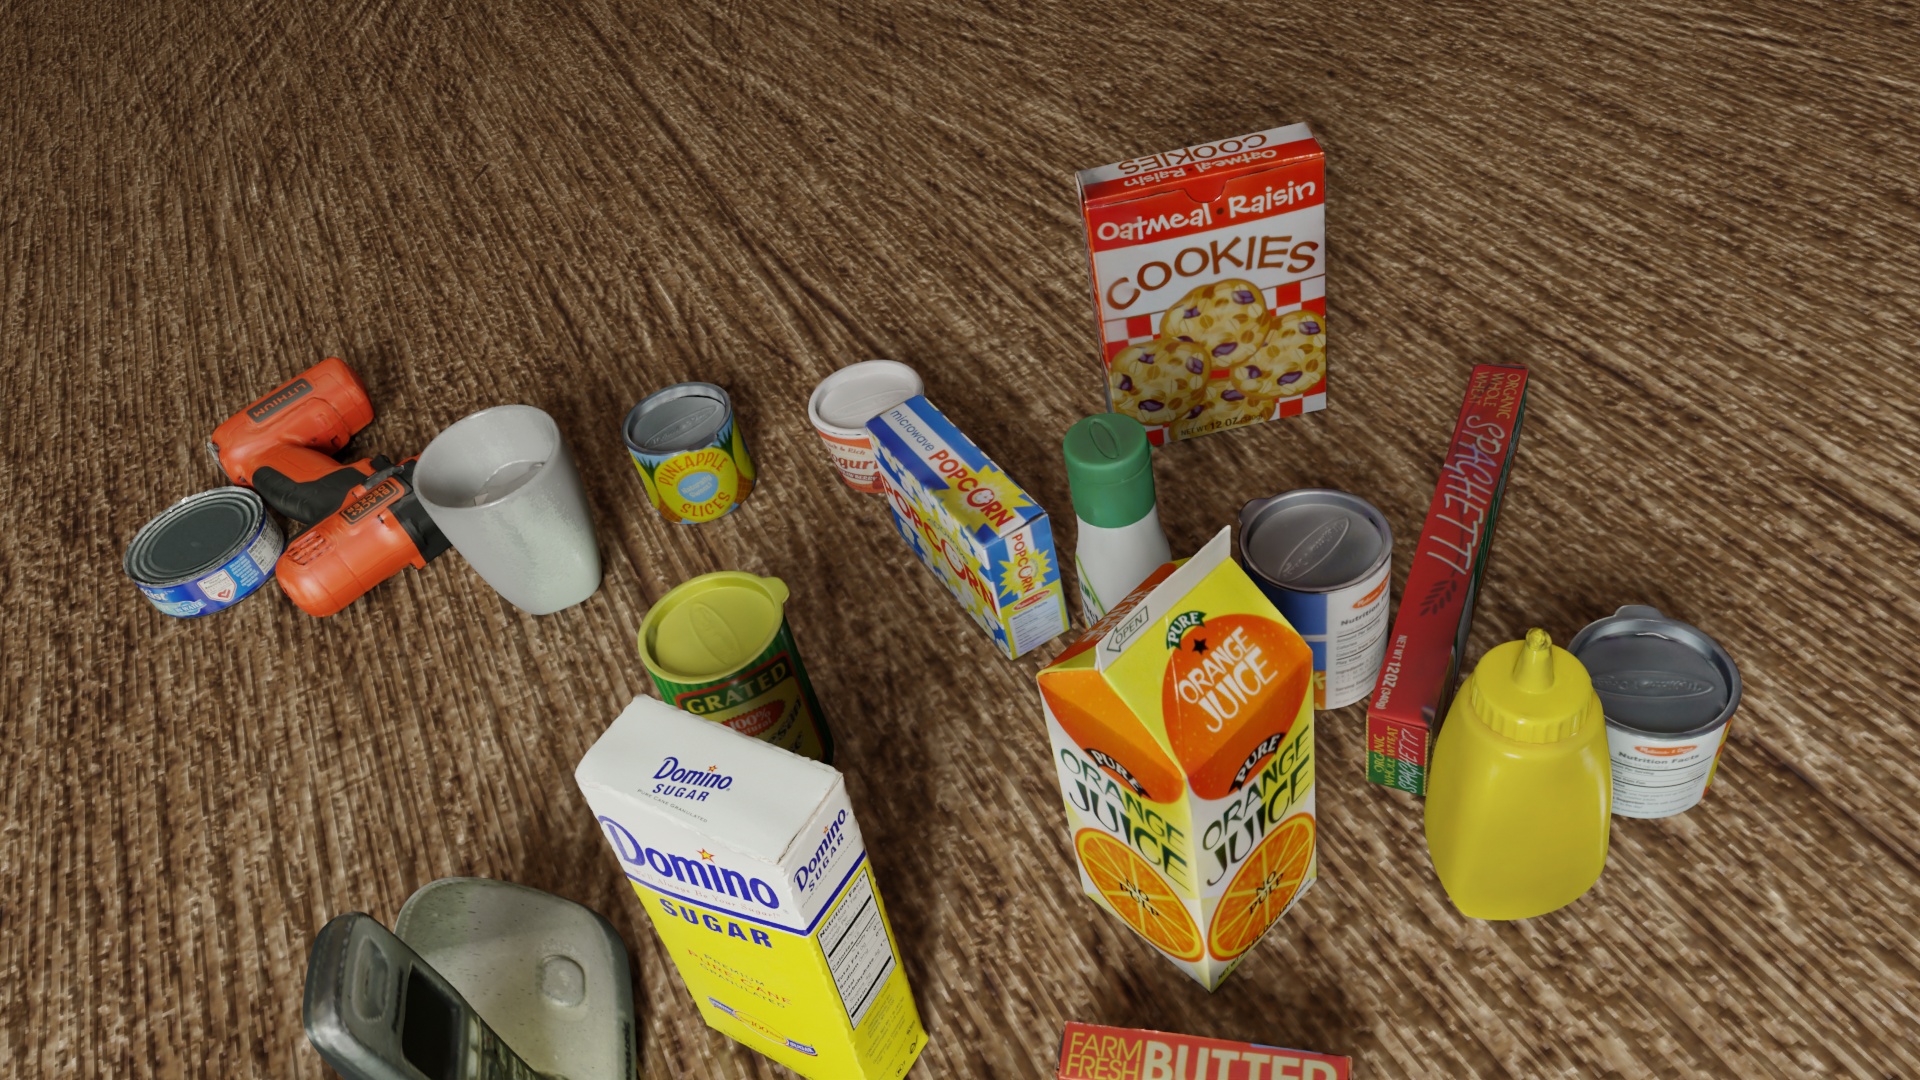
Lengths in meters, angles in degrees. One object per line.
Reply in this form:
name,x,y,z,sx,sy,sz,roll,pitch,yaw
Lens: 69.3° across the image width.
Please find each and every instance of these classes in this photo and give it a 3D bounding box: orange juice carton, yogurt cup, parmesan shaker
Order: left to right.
parmesan shaker,-0.099,0.072,0.650,0.071,0.102,0.072,-7,44,7
yogurt cup,-0.050,-0.065,0.815,0.072,0.053,0.073,-7,44,7
orange juice carton,0.085,0.081,0.528,0.072,0.191,0.073,-38,48,-24

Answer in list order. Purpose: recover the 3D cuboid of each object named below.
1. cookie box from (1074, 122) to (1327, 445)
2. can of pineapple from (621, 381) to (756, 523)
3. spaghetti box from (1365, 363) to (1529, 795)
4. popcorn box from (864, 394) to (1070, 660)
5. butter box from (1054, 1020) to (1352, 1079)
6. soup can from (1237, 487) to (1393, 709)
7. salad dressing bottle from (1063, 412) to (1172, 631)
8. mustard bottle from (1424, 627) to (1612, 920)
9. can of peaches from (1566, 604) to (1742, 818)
cookie box,0.134,-0.132,0.755,0.123,0.166,0.040,-12,43,2
can of pineapple,-0.160,-0.051,0.825,0.071,0.057,0.071,-7,44,7
spaghetti box,0.237,0.008,0.668,0.029,0.050,0.251,11,48,24
popcorn box,0.003,-0.009,0.721,0.038,0.084,0.127,-29,45,-15
butter box,0.089,0.202,0.503,0.103,0.052,0.024,2,45,16
soup can,0.163,0.026,0.644,0.071,0.083,0.072,-7,44,7
salad dressing bottle,0.074,0.008,0.640,0.044,0.147,0.064,-17,43,-3
mustard bottle,0.210,0.083,0.518,0.065,0.159,0.049,-11,43,4
can of peaches,0.285,0.072,0.584,0.071,0.057,0.071,-7,44,7
